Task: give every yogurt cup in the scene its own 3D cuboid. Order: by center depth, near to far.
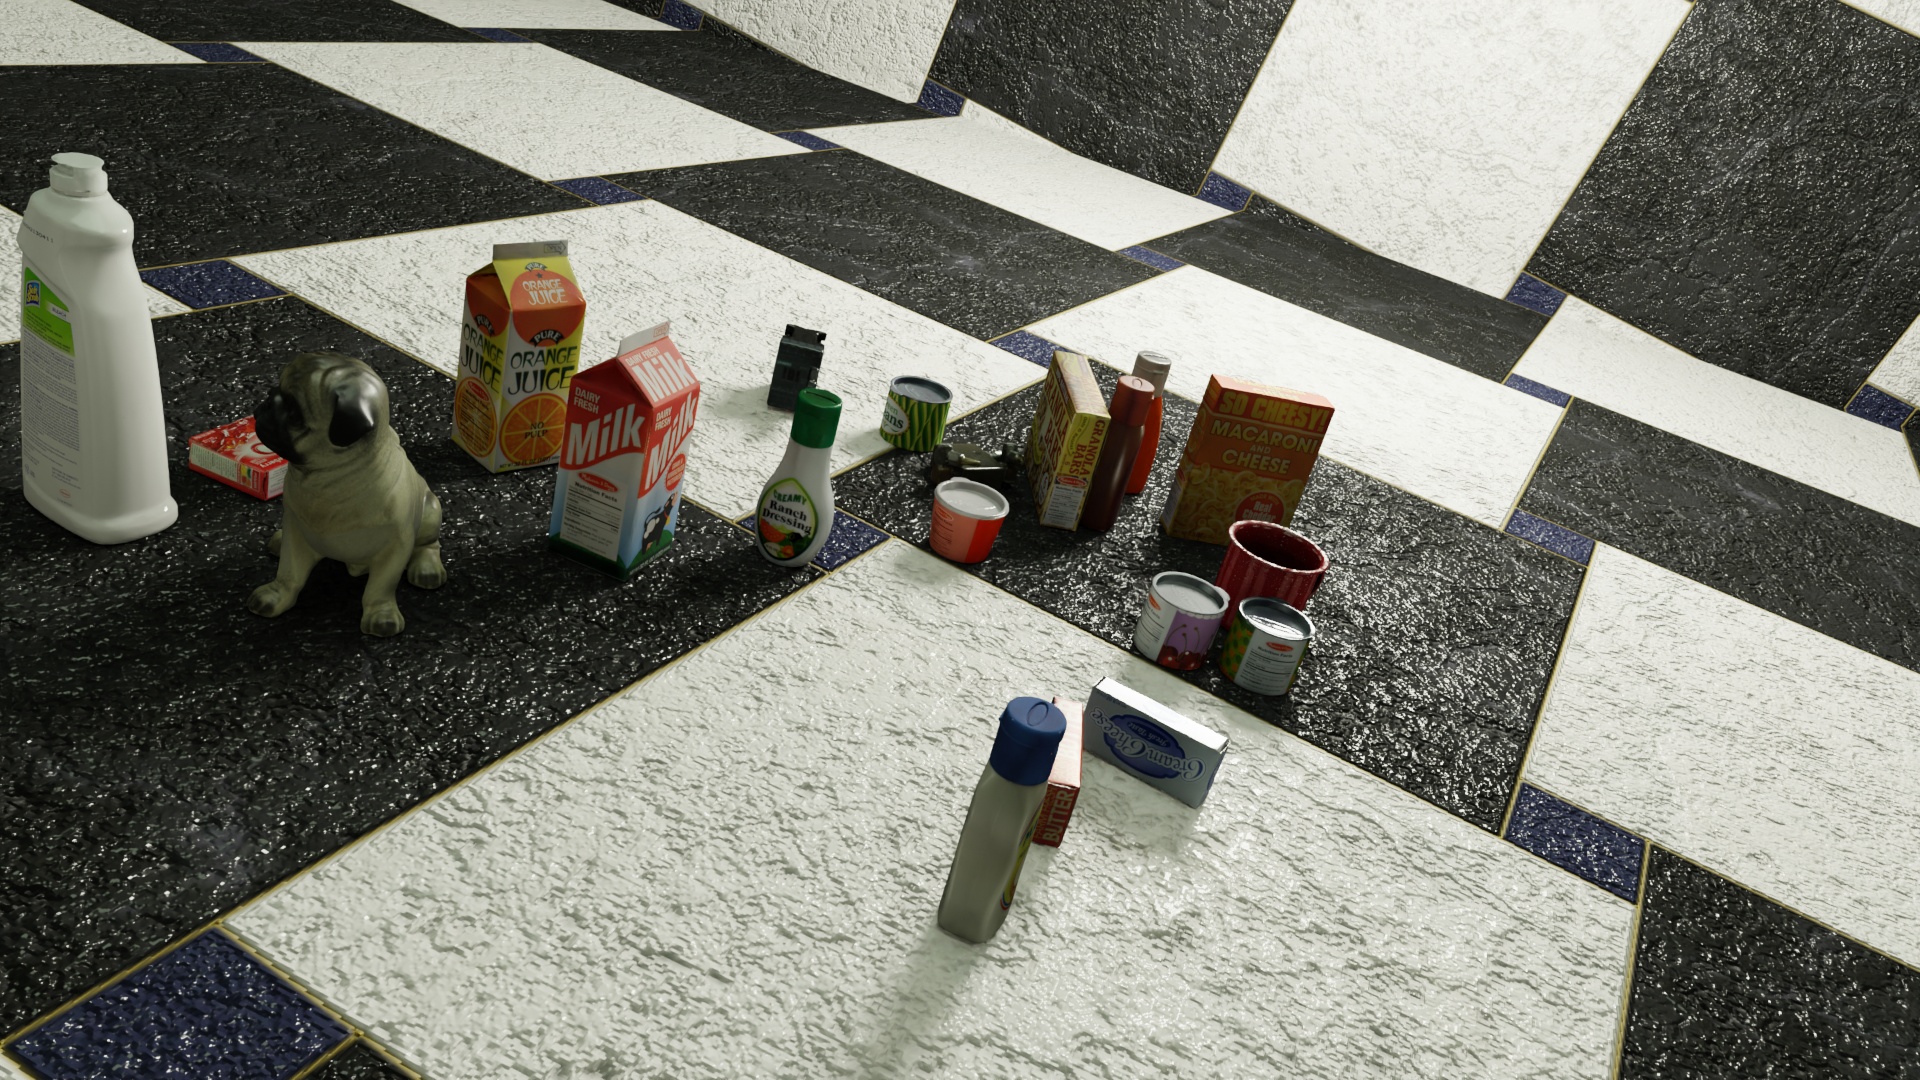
[{"bbox_3d":[0.004,-0.016,1.243,0.072,0.053,0.073,13,27,-6],"label":"yogurt cup"}]

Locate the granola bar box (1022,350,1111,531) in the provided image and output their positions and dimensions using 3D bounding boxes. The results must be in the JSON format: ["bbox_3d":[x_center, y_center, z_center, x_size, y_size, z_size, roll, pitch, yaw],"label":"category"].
[{"bbox_3d":[0.104,-0.102,1.386,0.039,0.123,0.166,11,27,-10],"label":"granola bar box"}]

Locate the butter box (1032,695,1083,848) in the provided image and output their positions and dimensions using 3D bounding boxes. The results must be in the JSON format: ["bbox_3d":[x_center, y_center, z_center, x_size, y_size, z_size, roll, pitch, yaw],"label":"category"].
[{"bbox_3d":[0.065,0.156,0.945,0.024,0.053,0.104,15,26,-1],"label":"butter box"}]

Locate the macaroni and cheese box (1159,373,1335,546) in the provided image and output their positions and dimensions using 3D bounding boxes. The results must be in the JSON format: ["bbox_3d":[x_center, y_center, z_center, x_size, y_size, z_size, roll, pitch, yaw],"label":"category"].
[{"bbox_3d":[0.283,-0.075,1.384,0.124,0.165,0.040,9,27,-13],"label":"macaroni and cheese box"}]

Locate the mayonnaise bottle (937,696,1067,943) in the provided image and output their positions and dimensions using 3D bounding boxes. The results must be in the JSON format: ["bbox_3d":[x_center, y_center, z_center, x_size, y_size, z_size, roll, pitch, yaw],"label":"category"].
[{"bbox_3d":[0.025,0.161,0.809,0.041,0.147,0.065,22,27,12],"label":"mayonnaise bottle"}]

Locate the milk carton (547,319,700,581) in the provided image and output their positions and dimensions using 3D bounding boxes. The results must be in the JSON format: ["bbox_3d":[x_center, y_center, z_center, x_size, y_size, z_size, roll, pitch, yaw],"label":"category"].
[{"bbox_3d":[-0.255,-0.074,1.063,0.073,0.189,0.073,21,27,11],"label":"milk carton"}]

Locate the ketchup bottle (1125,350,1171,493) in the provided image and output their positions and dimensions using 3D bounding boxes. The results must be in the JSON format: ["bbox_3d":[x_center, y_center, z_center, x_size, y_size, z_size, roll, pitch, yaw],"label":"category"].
[{"bbox_3d":[0.180,-0.122,1.438,0.065,0.148,0.044,6,28,-19],"label":"ketchup bottle"}]

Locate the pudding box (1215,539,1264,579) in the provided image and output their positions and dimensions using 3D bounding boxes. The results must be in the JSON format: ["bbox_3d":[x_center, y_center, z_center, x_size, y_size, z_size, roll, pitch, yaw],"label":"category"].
[{"bbox_3d":[0.292,0.024,1.327,0.084,0.049,0.030,3,29,-24],"label":"pudding box"}]

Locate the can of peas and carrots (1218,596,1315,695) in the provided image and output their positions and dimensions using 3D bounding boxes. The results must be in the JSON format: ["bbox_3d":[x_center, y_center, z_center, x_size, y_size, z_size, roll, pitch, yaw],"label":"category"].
[{"bbox_3d":[0.258,0.088,1.175,0.071,0.058,0.071,13,26,-6],"label":"can of peas and carrots"}]

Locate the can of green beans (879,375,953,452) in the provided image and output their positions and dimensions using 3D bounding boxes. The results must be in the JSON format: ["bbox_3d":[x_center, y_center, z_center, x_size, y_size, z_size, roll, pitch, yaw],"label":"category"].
[{"bbox_3d":[-0.046,-0.131,1.434,0.071,0.057,0.071,13,26,-6],"label":"can of green beans"}]

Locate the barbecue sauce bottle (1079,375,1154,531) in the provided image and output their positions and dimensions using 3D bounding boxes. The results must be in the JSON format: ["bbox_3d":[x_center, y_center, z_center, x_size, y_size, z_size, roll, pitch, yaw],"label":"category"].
[{"bbox_3d":[0.151,-0.086,1.353,0.044,0.147,0.065,17,26,3],"label":"barbecue sauce bottle"}]

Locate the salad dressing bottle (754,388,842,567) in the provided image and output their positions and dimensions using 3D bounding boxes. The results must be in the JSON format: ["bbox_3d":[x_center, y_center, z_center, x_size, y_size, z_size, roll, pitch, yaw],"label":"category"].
[{"bbox_3d":[-0.129,-0.051,1.135,0.064,0.147,0.044,21,27,10],"label":"salad dressing bottle"}]

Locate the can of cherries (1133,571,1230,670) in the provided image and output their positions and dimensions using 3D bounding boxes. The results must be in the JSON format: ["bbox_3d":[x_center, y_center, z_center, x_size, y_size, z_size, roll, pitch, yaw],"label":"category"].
[{"bbox_3d":[0.188,0.068,1.175,0.071,0.058,0.072,13,26,-6],"label":"can of cherries"}]

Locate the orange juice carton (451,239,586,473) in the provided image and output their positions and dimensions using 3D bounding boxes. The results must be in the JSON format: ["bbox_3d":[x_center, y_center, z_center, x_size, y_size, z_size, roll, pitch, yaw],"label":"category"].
[{"bbox_3d":[-0.369,-0.159,1.163,0.073,0.191,0.072,33,31,32],"label":"orange juice carton"}]

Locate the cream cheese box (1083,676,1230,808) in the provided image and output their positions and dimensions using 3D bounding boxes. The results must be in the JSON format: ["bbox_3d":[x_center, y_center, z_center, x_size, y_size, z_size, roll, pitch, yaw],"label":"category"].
[{"bbox_3d":[0.137,0.146,1.004,0.104,0.053,0.024,26,28,20],"label":"cream cheese box"}]
